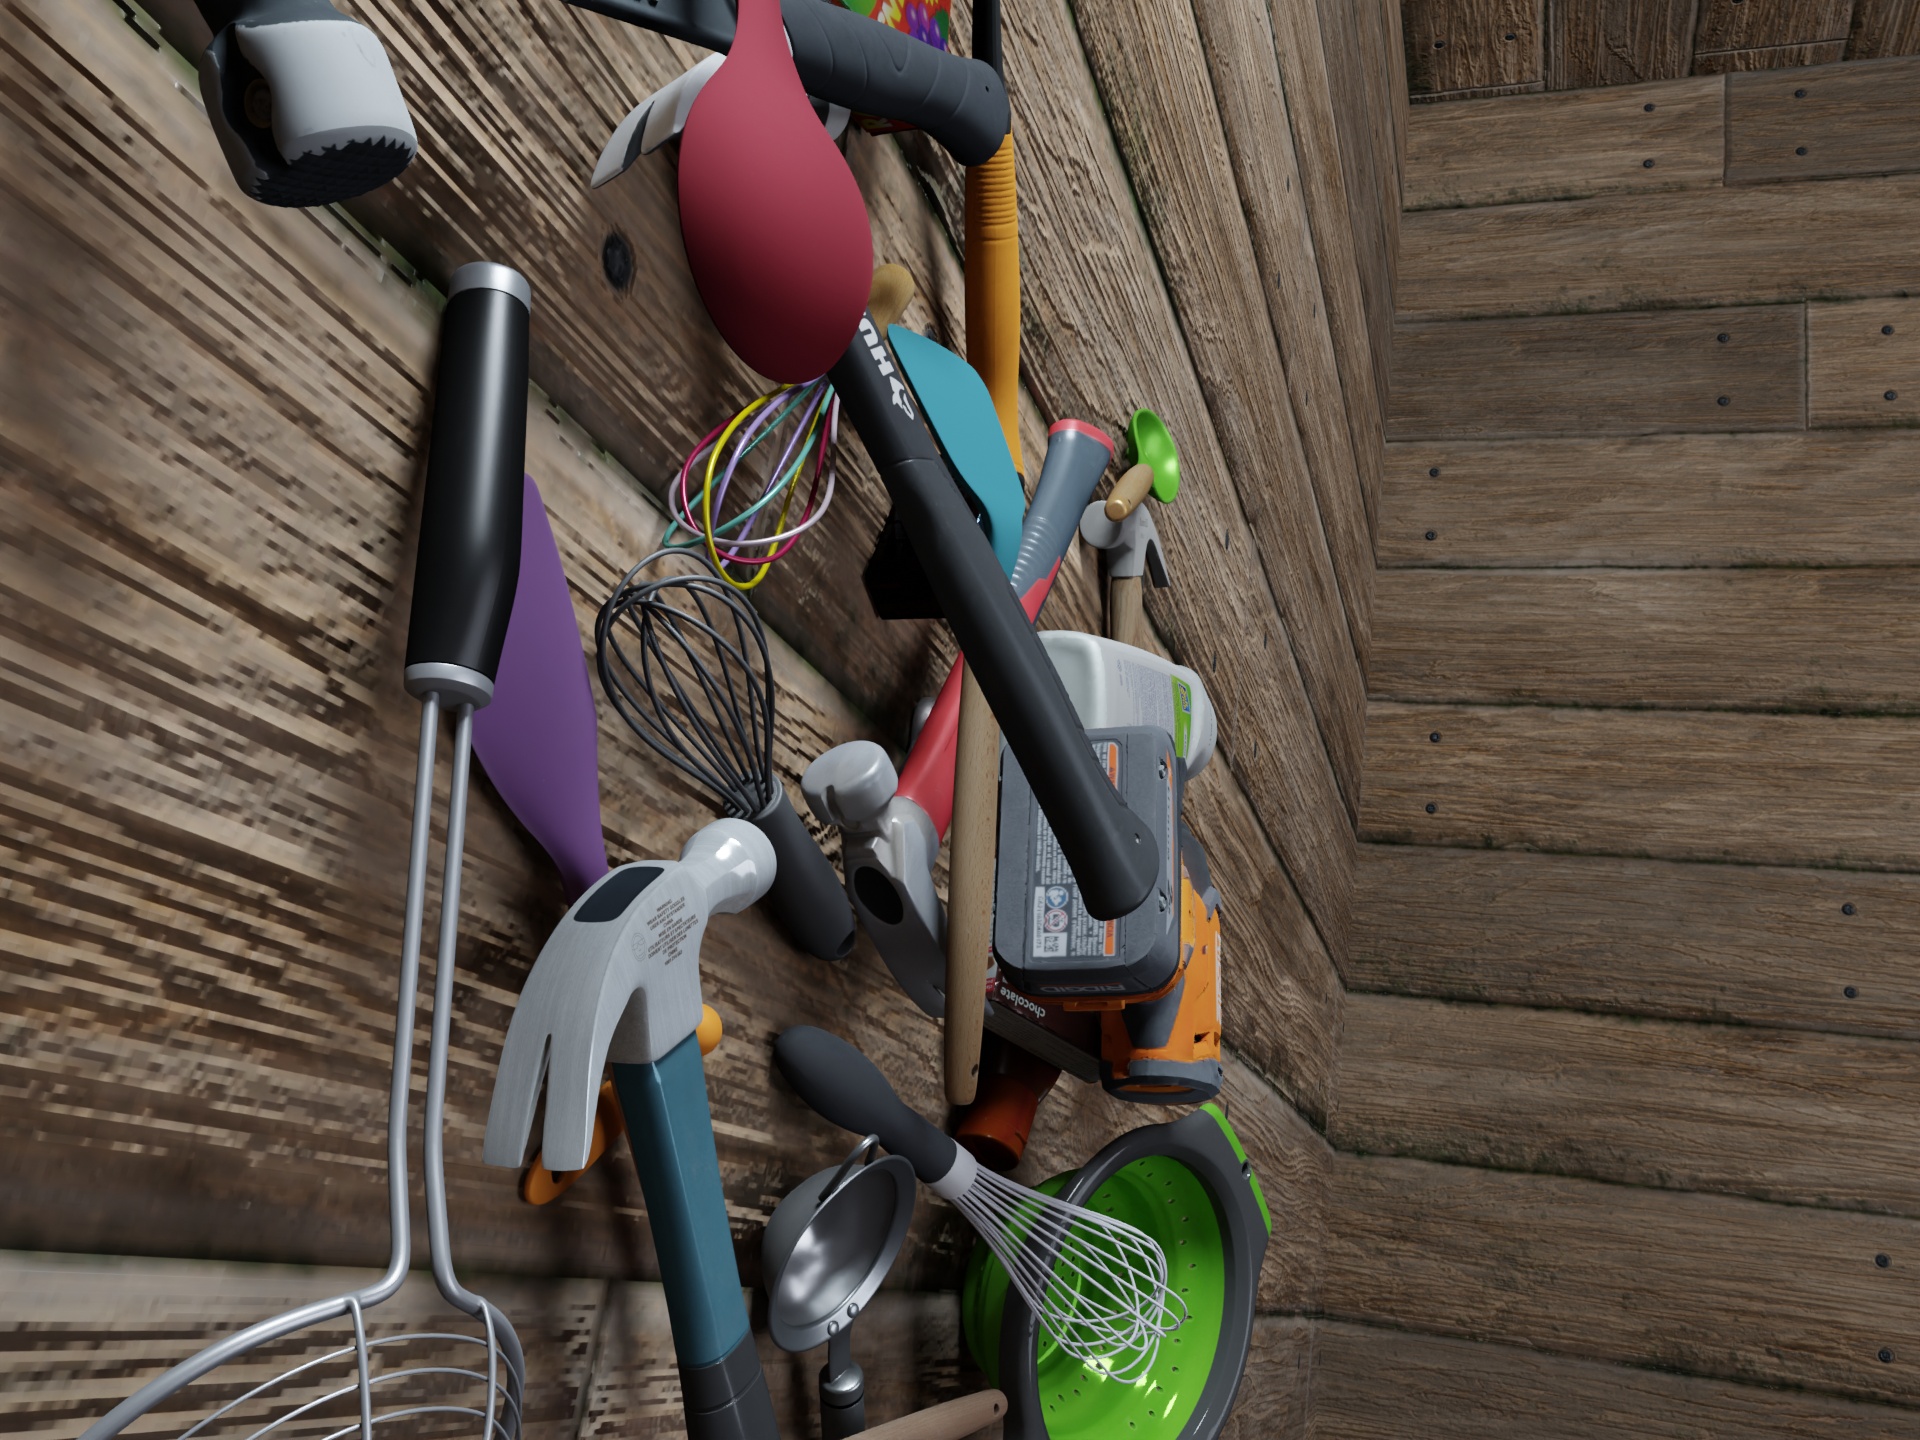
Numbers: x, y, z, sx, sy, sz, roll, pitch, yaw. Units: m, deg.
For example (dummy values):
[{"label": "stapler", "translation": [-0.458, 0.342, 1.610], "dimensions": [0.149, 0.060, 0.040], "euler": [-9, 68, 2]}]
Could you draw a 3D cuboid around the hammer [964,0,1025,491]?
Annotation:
[{"label": "hammer", "translation": [0.012, -0.269, 0.756], "dimensions": [0.127, 0.034, 0.336], "euler": [-111, -162, -63]}]

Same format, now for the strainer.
[{"label": "strainer", "translation": [-0.053, 0.270, 0.663], "dimensions": [0.087, 0.050, 0.258], "euler": [-26, 124, -45]}]

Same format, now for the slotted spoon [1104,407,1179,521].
[{"label": "slotted spoon", "translation": [0.114, -0.157, 1.024], "dimensions": [0.314, 0.031, 0.070], "euler": [-55, 125, -71]}]

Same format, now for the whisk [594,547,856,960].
[{"label": "whisk", "translation": [-0.074, 0.025, 0.577], "dimensions": [0.238, 0.055, 0.055], "euler": [72, 28, -52]}]

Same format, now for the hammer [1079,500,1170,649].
[{"label": "hammer", "translation": [0.114, 0.015, 1.102], "dimensions": [0.130, 0.031, 0.331], "euler": [-17, 108, -68]}]

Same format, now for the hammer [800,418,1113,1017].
[{"label": "hammer", "translation": [0.026, -0.031, 0.803], "dimensions": [0.143, 0.038, 0.387], "euler": [66, 30, -30]}]

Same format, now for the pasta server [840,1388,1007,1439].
[{"label": "pasta server", "translation": [-0.053, 0.290, 0.604], "dimensions": [0.316, 0.040, 0.060], "euler": [21, 68, -59]}]

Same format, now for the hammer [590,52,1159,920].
[{"label": "hammer", "translation": [-0.014, -0.077, 0.566], "dimensions": [0.334, 0.035, 0.146], "euler": [63, 29, -10]}]

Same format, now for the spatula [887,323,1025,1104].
[{"label": "spatula", "translation": [-0.001, -0.002, 0.660], "dimensions": [0.082, 0.044, 0.317], "euler": [6, 86, -62]}]

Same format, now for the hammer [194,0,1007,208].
[{"label": "hammer", "translation": [-0.075, -0.215, 0.475], "dimensions": [0.409, 0.036, 0.149], "euler": [-28, 99, -64]}]

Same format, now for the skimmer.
[{"label": "skimmer", "translation": [-0.152, 0.054, 0.387], "dimensions": [0.127, 0.090, 0.364], "euler": [32, 51, -55]}]

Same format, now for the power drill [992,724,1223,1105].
[{"label": "power drill", "translation": [0.082, 0.084, 0.768], "dimensions": [0.226, 0.084, 0.164], "euler": [55, 34, -60]}]

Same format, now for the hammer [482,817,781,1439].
[{"label": "hammer", "translation": [-0.074, 0.207, 0.501], "dimensions": [0.128, 0.033, 0.331], "euler": [-33, 116, -63]}]

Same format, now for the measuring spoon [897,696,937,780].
[{"label": "measuring spoon", "translation": [-0.021, 0.035, 0.751], "dimensions": [0.124, 0.018, 0.034], "euler": [-70, 153, -45]}]

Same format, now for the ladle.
[{"label": "ladle", "translation": [-0.061, -0.235, 0.448], "dimensions": [0.069, 0.031, 0.316], "euler": [23, 51, -52]}]

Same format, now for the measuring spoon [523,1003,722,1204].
[{"label": "measuring spoon", "translation": [-0.109, 0.127, 0.534], "dimensions": [0.117, 0.011, 0.021], "euler": [-41, 129, -63]}]

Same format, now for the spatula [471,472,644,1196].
[{"label": "spatula", "translation": [-0.111, 0.080, 0.500], "dimensions": [0.060, 0.018, 0.315], "euler": [-44, 129, -58]}]

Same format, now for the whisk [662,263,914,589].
[{"label": "whisk", "translation": [-0.057, -0.122, 0.614], "dimensions": [0.047, 0.051, 0.245], "euler": [49, 33, -20]}]

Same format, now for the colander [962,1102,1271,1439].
[{"label": "colander", "translation": [0.022, 0.365, 0.822], "dimensions": [0.397, 0.094, 0.204], "euler": [-45, 120, -37]}]

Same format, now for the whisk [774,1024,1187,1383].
[{"label": "whisk", "translation": [0.013, 0.215, 0.707], "dimensions": [0.284, 0.070, 0.070], "euler": [46, 45, -31]}]
